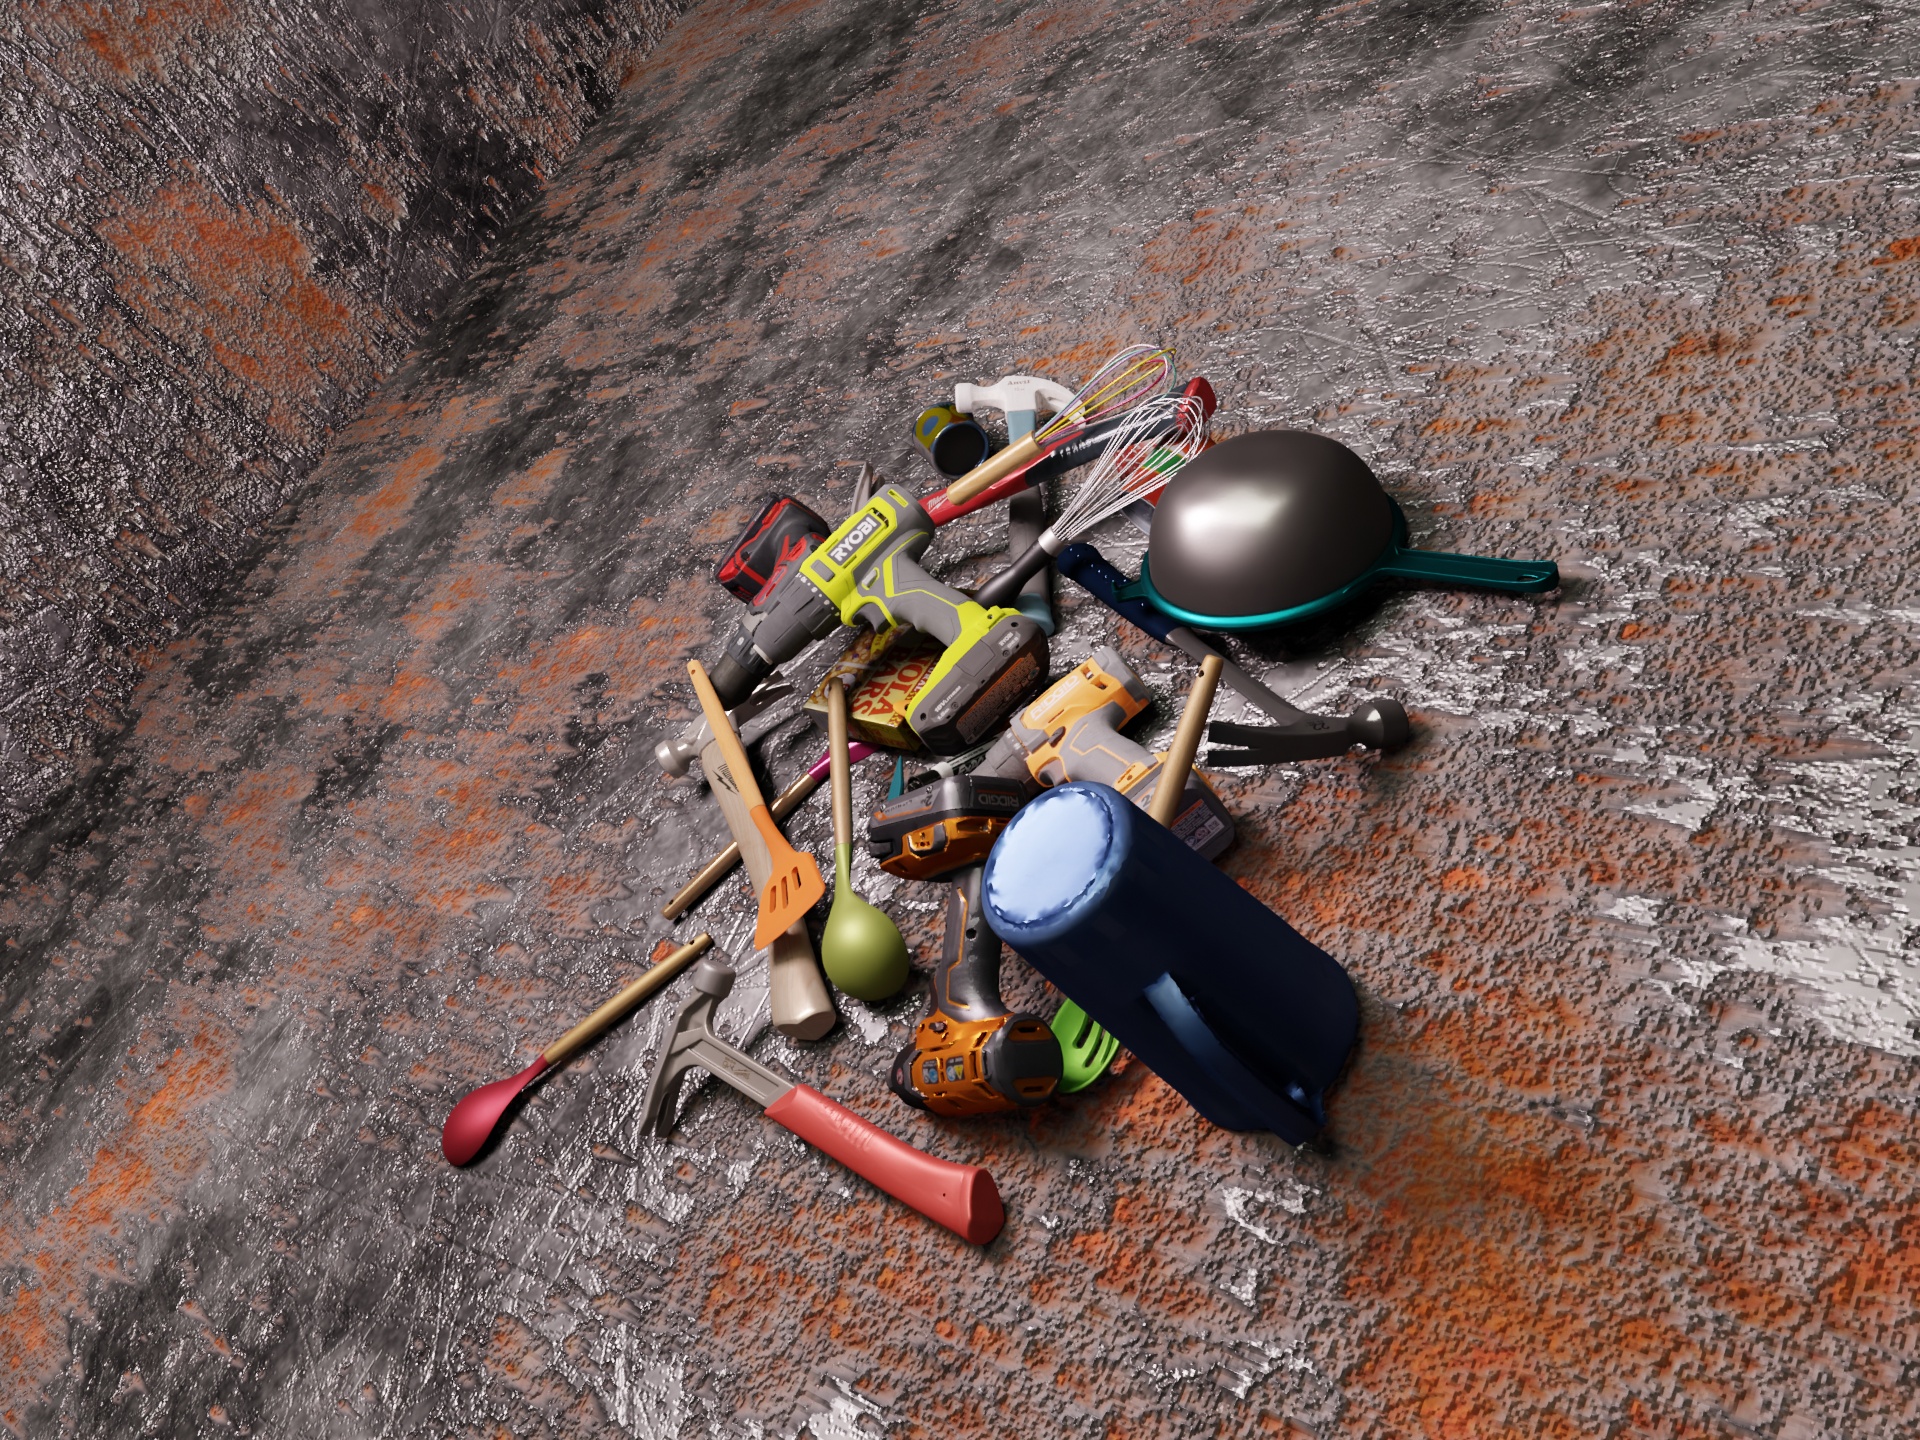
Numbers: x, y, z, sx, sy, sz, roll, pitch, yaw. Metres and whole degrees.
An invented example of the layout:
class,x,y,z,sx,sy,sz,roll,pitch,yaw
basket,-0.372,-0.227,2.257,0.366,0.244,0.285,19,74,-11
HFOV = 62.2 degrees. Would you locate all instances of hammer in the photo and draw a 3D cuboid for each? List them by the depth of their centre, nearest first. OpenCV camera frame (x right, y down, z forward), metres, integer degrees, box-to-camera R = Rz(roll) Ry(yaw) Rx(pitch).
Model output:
class,x,y,z,sx,sy,sz,roll,pitch,yaw
hammer,-0.109,0.302,1.169,0.359,0.036,0.149,17,87,44
hammer,0.172,-0.062,1.251,0.144,0.035,0.406,-9,27,-19
hammer,-0.168,0.112,1.398,0.146,0.038,0.411,-34,42,5
hammer,0.055,-0.238,1.454,0.386,0.038,0.143,-19,52,32
hammer,0.060,-0.210,1.506,0.128,0.033,0.331,-4,52,4

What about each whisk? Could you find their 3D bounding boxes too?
class,x,y,z,sx,sy,sz,roll,pitch,yaw
whisk,0.102,-0.174,1.355,0.284,0.070,0.070,-42,34,26
whisk,0.087,-0.254,1.385,0.245,0.051,0.047,-30,25,28

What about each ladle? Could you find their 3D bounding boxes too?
class,x,y,z,sx,sy,sz,roll,pitch,yaw
ladle,-0.087,0.088,1.325,0.078,0.062,0.321,-48,35,37
ladle,-0.347,0.288,1.420,0.315,0.031,0.069,-38,37,3

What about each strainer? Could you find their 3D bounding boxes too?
class,x,y,z,sx,sy,sz,roll,pitch,yaw
strainer,0.280,-0.156,1.201,0.341,0.095,0.211,14,48,42

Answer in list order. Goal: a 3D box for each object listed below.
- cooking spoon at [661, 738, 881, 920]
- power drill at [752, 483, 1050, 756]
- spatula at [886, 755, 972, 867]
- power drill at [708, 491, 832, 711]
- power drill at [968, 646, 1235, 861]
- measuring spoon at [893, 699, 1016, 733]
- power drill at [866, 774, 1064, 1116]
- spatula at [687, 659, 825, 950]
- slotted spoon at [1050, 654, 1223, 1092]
class,x,y,z,sx,sy,sz,roll,pitch,yaw
cooking spoon,-0.155,0.070,1.466,0.319,0.017,0.069,-44,37,-3
power drill,-0.054,-0.075,1.360,0.190,0.080,0.229,-45,62,-5
spatula,0.006,0.106,1.230,0.318,0.044,0.082,26,104,53
power drill,-0.187,-0.117,1.544,0.188,0.080,0.227,-52,22,11
power drill,0.090,0.057,1.215,0.185,0.084,0.226,-40,33,7
measuring spoon,-0.002,-0.004,1.362,0.117,0.011,0.021,10,60,11
power drill,-0.008,0.166,1.133,0.164,0.084,0.227,-24,66,49
spatula,-0.189,0.057,1.376,0.081,0.041,0.323,-42,52,16
slotted spoon,0.124,0.106,1.083,0.070,0.031,0.314,25,98,57
